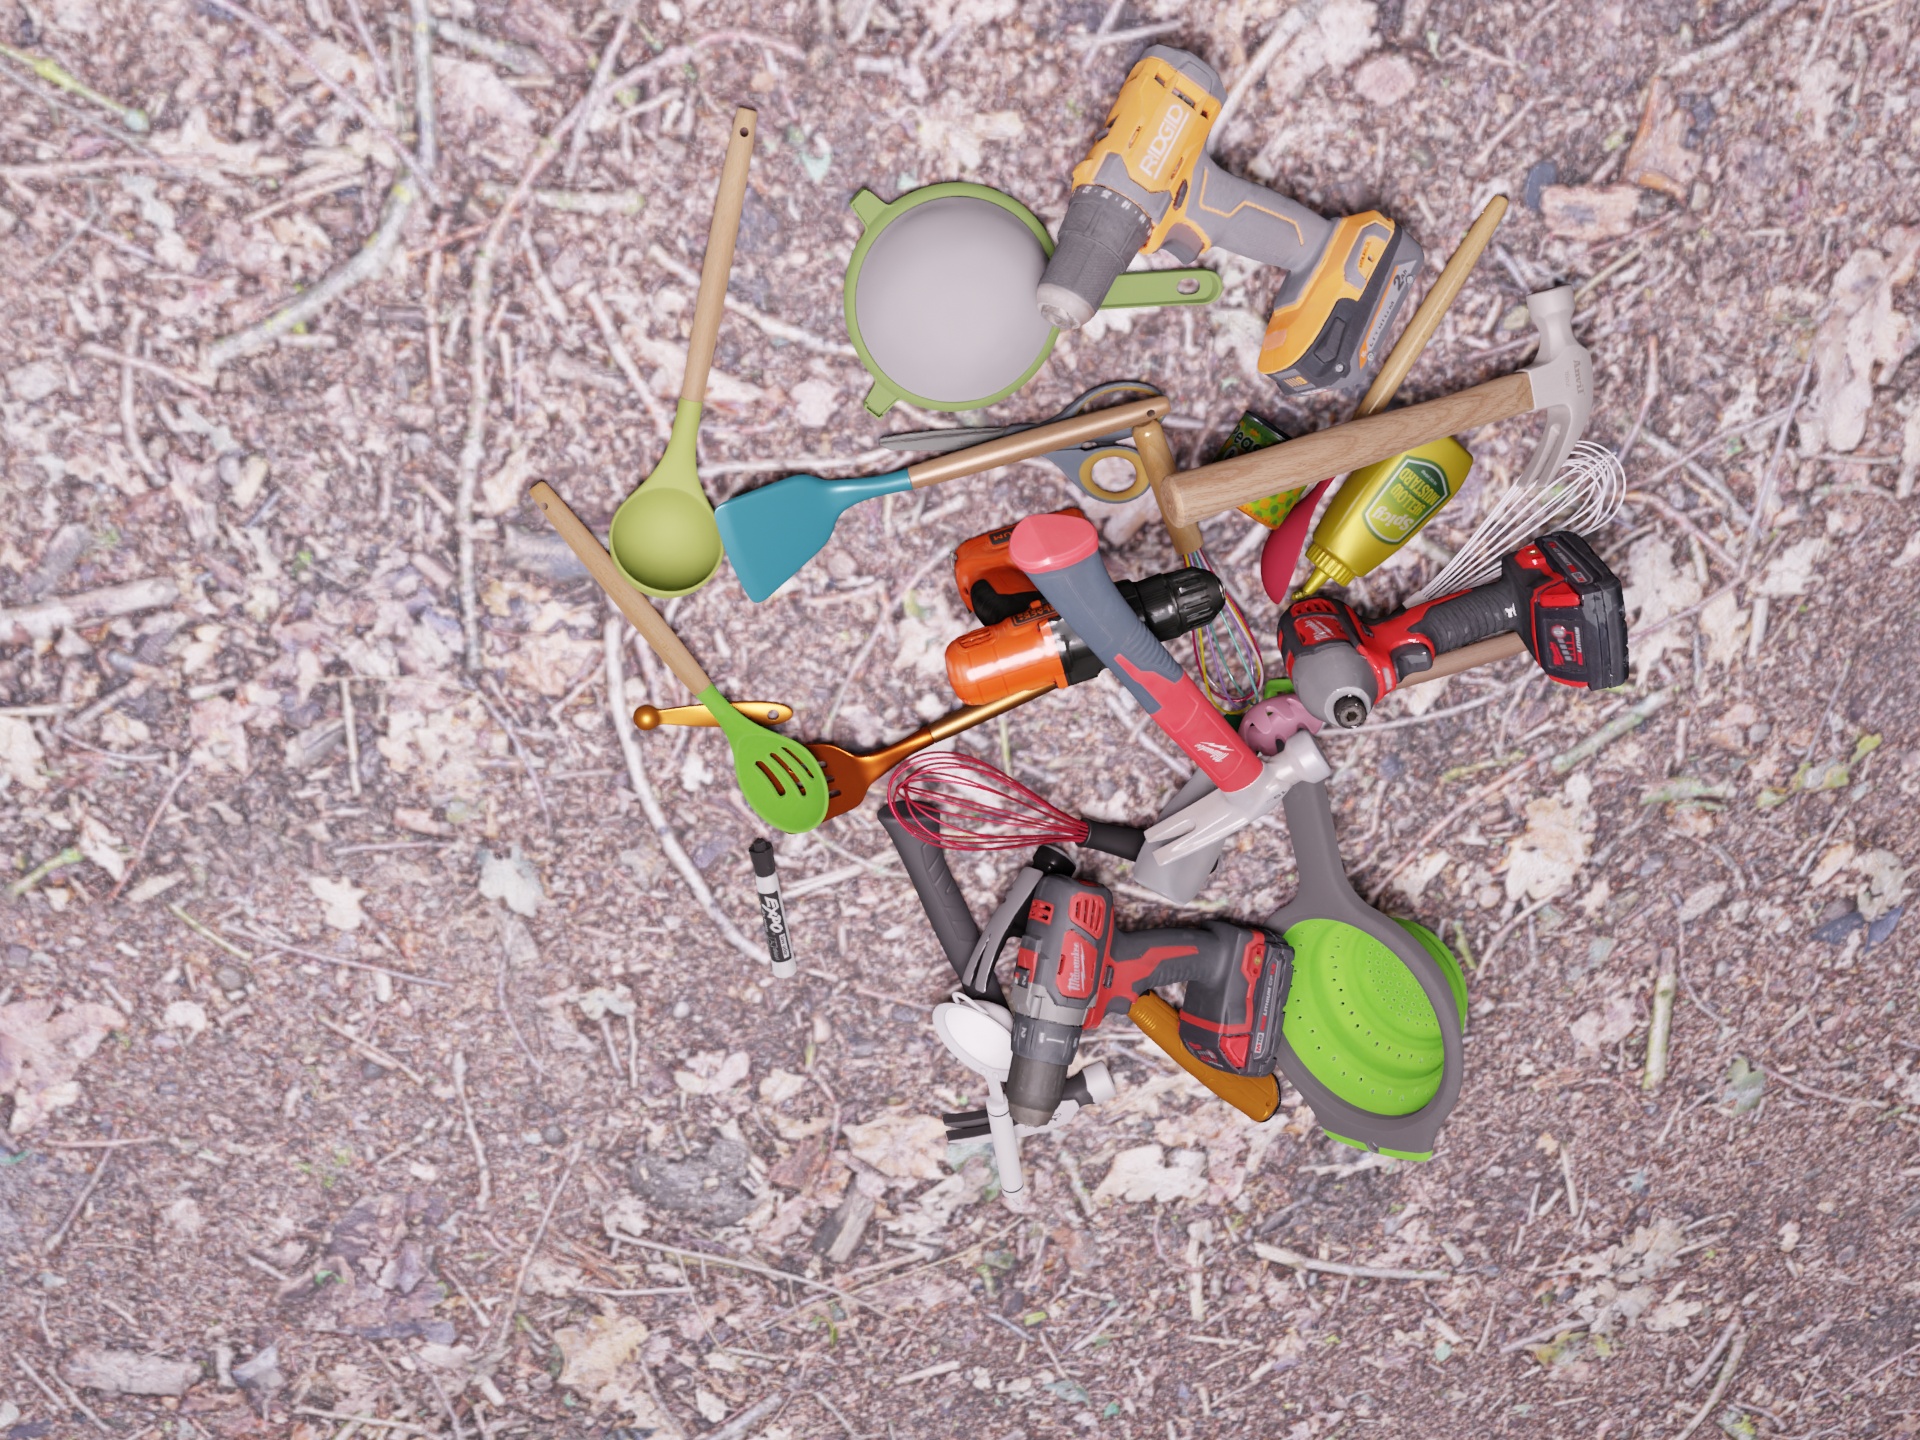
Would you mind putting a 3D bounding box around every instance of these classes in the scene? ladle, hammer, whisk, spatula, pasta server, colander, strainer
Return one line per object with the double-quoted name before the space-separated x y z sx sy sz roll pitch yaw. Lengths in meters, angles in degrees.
"ladle" 0.294 -0.225 1.122 0.031 0.069 0.315 30 102 -2
"hammer" 0.115 -0.012 1.007 0.143 0.038 0.385 -32 144 14
"whisk" 0.368 -0.104 1.183 0.284 0.070 0.070 -40 114 15
"whisk" 0.077 0.081 1.211 0.295 0.073 0.073 15 112 -26
"spatula" -0.008 -0.166 1.089 0.317 0.044 0.082 -16 127 4
"hammer" 0.007 0.205 1.281 0.146 0.035 0.334 -23 116 1
"spatula" -0.002 -0.004 1.191 0.322 0.041 0.081 -25 115 -2
"hammer" 0.288 -0.191 1.081 0.331 0.031 0.130 -19 103 -14
"pasta server" 0.343 -0.029 1.195 0.316 0.040 0.060 -16 144 -14
"hammer" 0.148 0.244 1.302 0.336 0.034 0.127 41 74 -26
"whisk" 0.171 -0.105 1.151 0.047 0.051 0.244 -23 118 5
"colander" 0.319 0.147 1.269 0.094 0.204 0.397 -22 103 -36
"strainer" 0.029 0.303 1.287 0.087 0.050 0.258 14 128 32
"ladle" -0.170 -0.234 1.041 0.078 0.062 0.320 9 110 -18
"strainer" 0.052 -0.275 1.047 0.256 0.069 0.151 -5 115 -5

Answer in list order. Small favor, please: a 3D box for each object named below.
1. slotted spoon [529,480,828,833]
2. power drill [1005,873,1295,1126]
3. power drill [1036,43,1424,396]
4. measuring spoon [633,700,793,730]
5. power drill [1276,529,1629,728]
"slotted spoon" -0.198 -0.043 1.131 0.070 0.031 0.313 -27 112 27
"power drill" 0.138 0.227 1.232 0.226 0.080 0.188 14 86 -27
"power drill" 0.167 -0.294 1.026 0.226 0.084 0.185 30 84 -18
"measuring spoon" -0.181 -0.002 1.168 0.117 0.011 0.021 -2 115 -8
"power drill" 0.337 -0.054 1.106 0.219 0.143 0.078 -13 117 8
